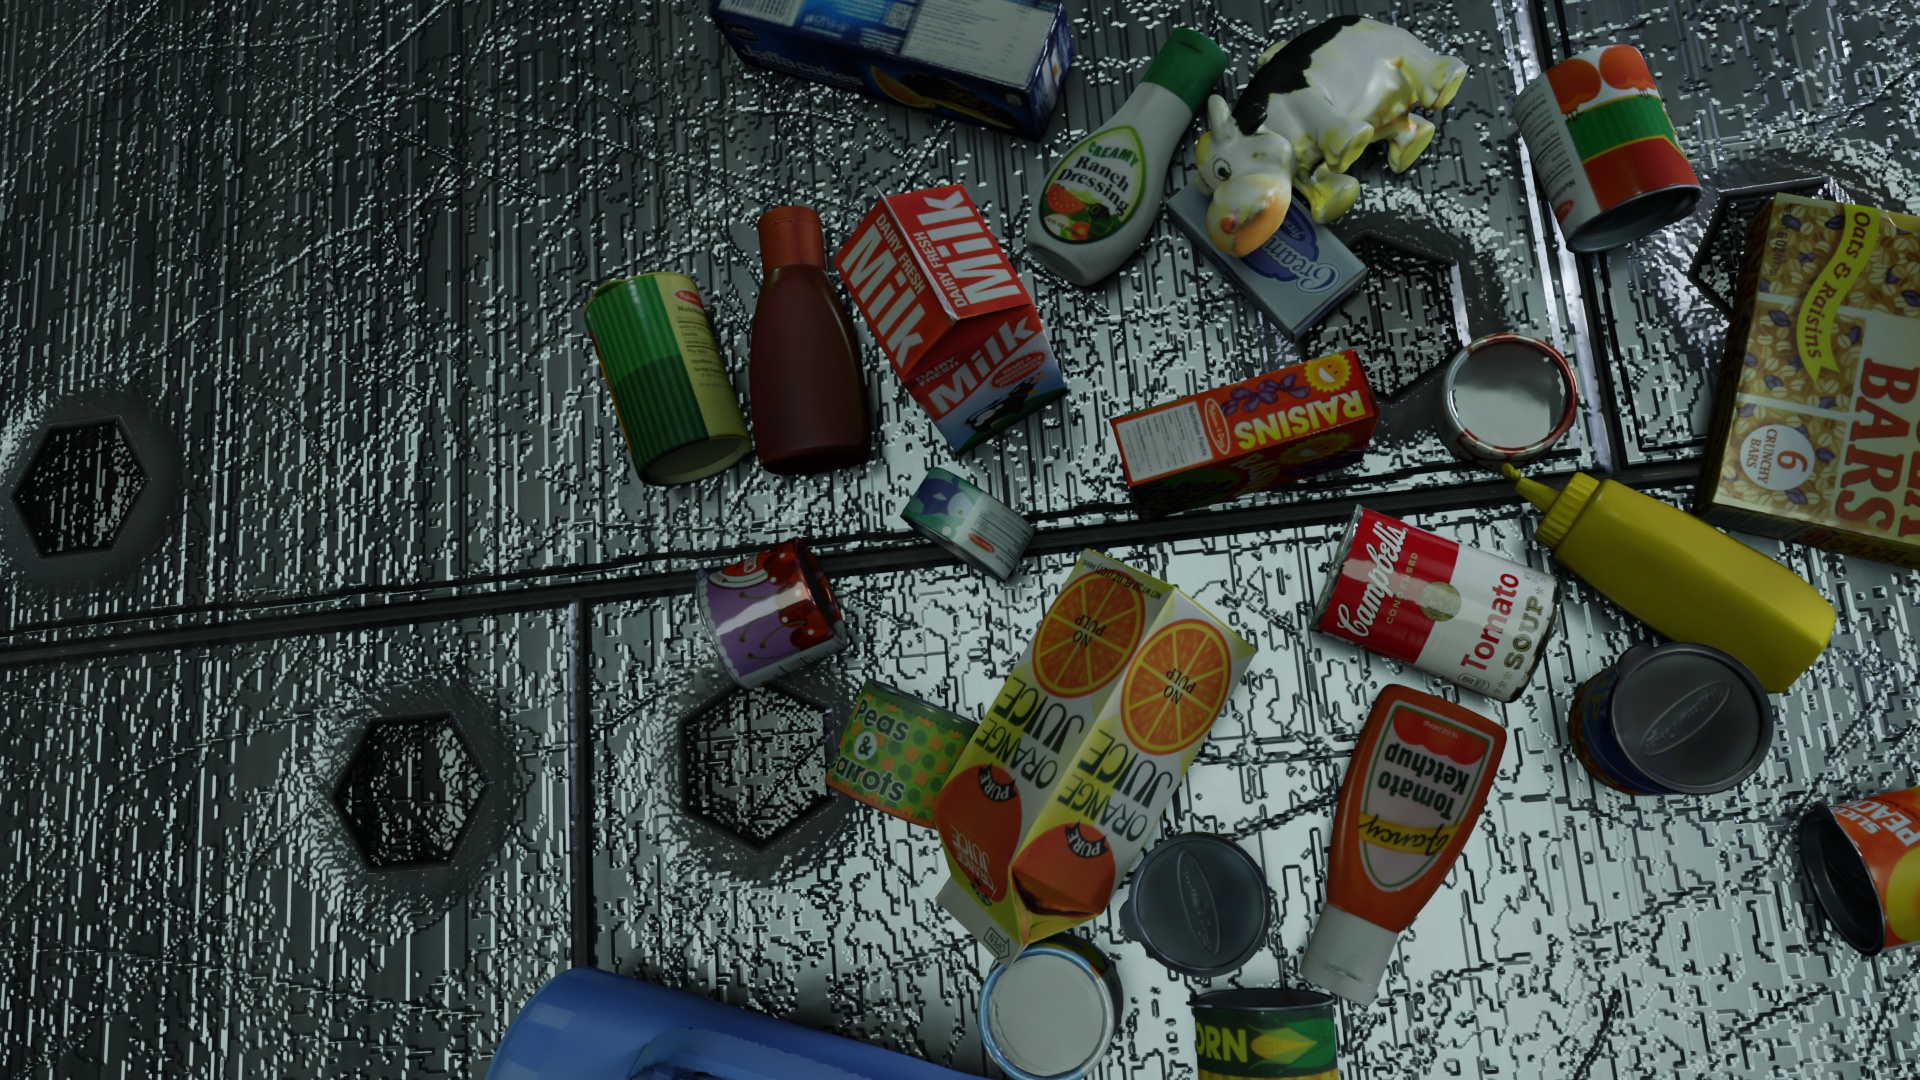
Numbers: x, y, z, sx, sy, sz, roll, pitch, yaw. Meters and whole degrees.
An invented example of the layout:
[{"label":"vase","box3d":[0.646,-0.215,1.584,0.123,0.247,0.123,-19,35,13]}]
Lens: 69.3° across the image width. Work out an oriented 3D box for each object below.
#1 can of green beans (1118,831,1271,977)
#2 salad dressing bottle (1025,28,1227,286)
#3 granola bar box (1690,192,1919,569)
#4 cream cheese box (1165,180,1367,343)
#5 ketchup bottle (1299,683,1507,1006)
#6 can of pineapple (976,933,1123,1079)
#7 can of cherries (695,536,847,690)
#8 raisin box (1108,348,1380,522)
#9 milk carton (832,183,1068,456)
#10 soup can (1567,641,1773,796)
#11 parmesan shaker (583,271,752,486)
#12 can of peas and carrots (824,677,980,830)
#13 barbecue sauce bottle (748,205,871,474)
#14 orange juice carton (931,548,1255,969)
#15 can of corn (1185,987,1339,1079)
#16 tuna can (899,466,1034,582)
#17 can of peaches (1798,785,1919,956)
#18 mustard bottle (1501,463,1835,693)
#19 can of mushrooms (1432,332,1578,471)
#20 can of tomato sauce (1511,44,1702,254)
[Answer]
[{"label":"can of green beans","box3d":[0.117,0.175,0.676,0.071,0.057,0.071,-2,79,10]},{"label":"salad dressing bottle","box3d":[0.093,-0.213,0.768,0.064,0.044,0.148,32,85,20]},{"label":"granola bar box","box3d":[0.442,-0.078,0.678,0.124,0.039,0.165,14,82,13]},{"label":"cream cheese box","box3d":[0.165,-0.162,0.754,0.053,0.024,0.104,-40,75,1]},{"label":"ketchup bottle","box3d":[0.209,0.148,0.673,0.065,0.043,0.149,22,84,14]},{"label":"can of pineapple","box3d":[0.043,0.228,0.679,0.071,0.058,0.071,-2,79,10]},{"label":"can of cherries","box3d":[-0.101,0.036,0.739,0.058,0.071,0.071,-24,76,5]},{"label":"raisin box","box3d":[0.143,-0.050,0.704,0.123,0.086,0.040,-16,75,7]},{"label":"milk carton","box3d":[-0.004,-0.109,0.688,0.073,0.190,0.072,-30,75,4]},{"label":"soup can","box3d":[0.324,0.083,0.644,0.071,0.083,0.071,-2,78,10]},{"label":"parmesan shaker","box3d":[-0.165,-0.089,0.776,0.071,0.071,0.103,-23,76,5]},{"label":"can of peas and carrots","box3d":[-0.030,0.108,0.711,0.071,0.071,0.059,21,84,14]},{"label":"barbecue sauce bottle","box3d":[-0.089,-0.114,0.781,0.065,0.043,0.149,-8,77,3]},{"label":"orange juice carton","box3d":[0.055,0.109,0.680,0.072,0.073,0.193,25,82,54]},{"label":"can of corn","box3d":[0.142,0.245,0.652,0.071,0.071,0.058,-4,79,10]},{"label":"tuna can","box3d":[0.003,-0.009,0.733,0.071,0.071,0.033,31,85,15]},{"label":"can of peaches","box3d":[0.422,0.144,0.621,0.058,0.071,0.071,-15,77,7]},{"label":"mustard bottle","box3d":[0.332,0.009,0.670,0.160,0.065,0.048,35,126,20]},{"label":"can of mushrooms","box3d":[0.280,-0.071,0.710,0.071,0.033,0.071,-2,78,10]},{"label":"can of tomato sauce","box3d":[0.331,-0.200,0.710,0.071,0.071,0.083,-17,76,7]}]
